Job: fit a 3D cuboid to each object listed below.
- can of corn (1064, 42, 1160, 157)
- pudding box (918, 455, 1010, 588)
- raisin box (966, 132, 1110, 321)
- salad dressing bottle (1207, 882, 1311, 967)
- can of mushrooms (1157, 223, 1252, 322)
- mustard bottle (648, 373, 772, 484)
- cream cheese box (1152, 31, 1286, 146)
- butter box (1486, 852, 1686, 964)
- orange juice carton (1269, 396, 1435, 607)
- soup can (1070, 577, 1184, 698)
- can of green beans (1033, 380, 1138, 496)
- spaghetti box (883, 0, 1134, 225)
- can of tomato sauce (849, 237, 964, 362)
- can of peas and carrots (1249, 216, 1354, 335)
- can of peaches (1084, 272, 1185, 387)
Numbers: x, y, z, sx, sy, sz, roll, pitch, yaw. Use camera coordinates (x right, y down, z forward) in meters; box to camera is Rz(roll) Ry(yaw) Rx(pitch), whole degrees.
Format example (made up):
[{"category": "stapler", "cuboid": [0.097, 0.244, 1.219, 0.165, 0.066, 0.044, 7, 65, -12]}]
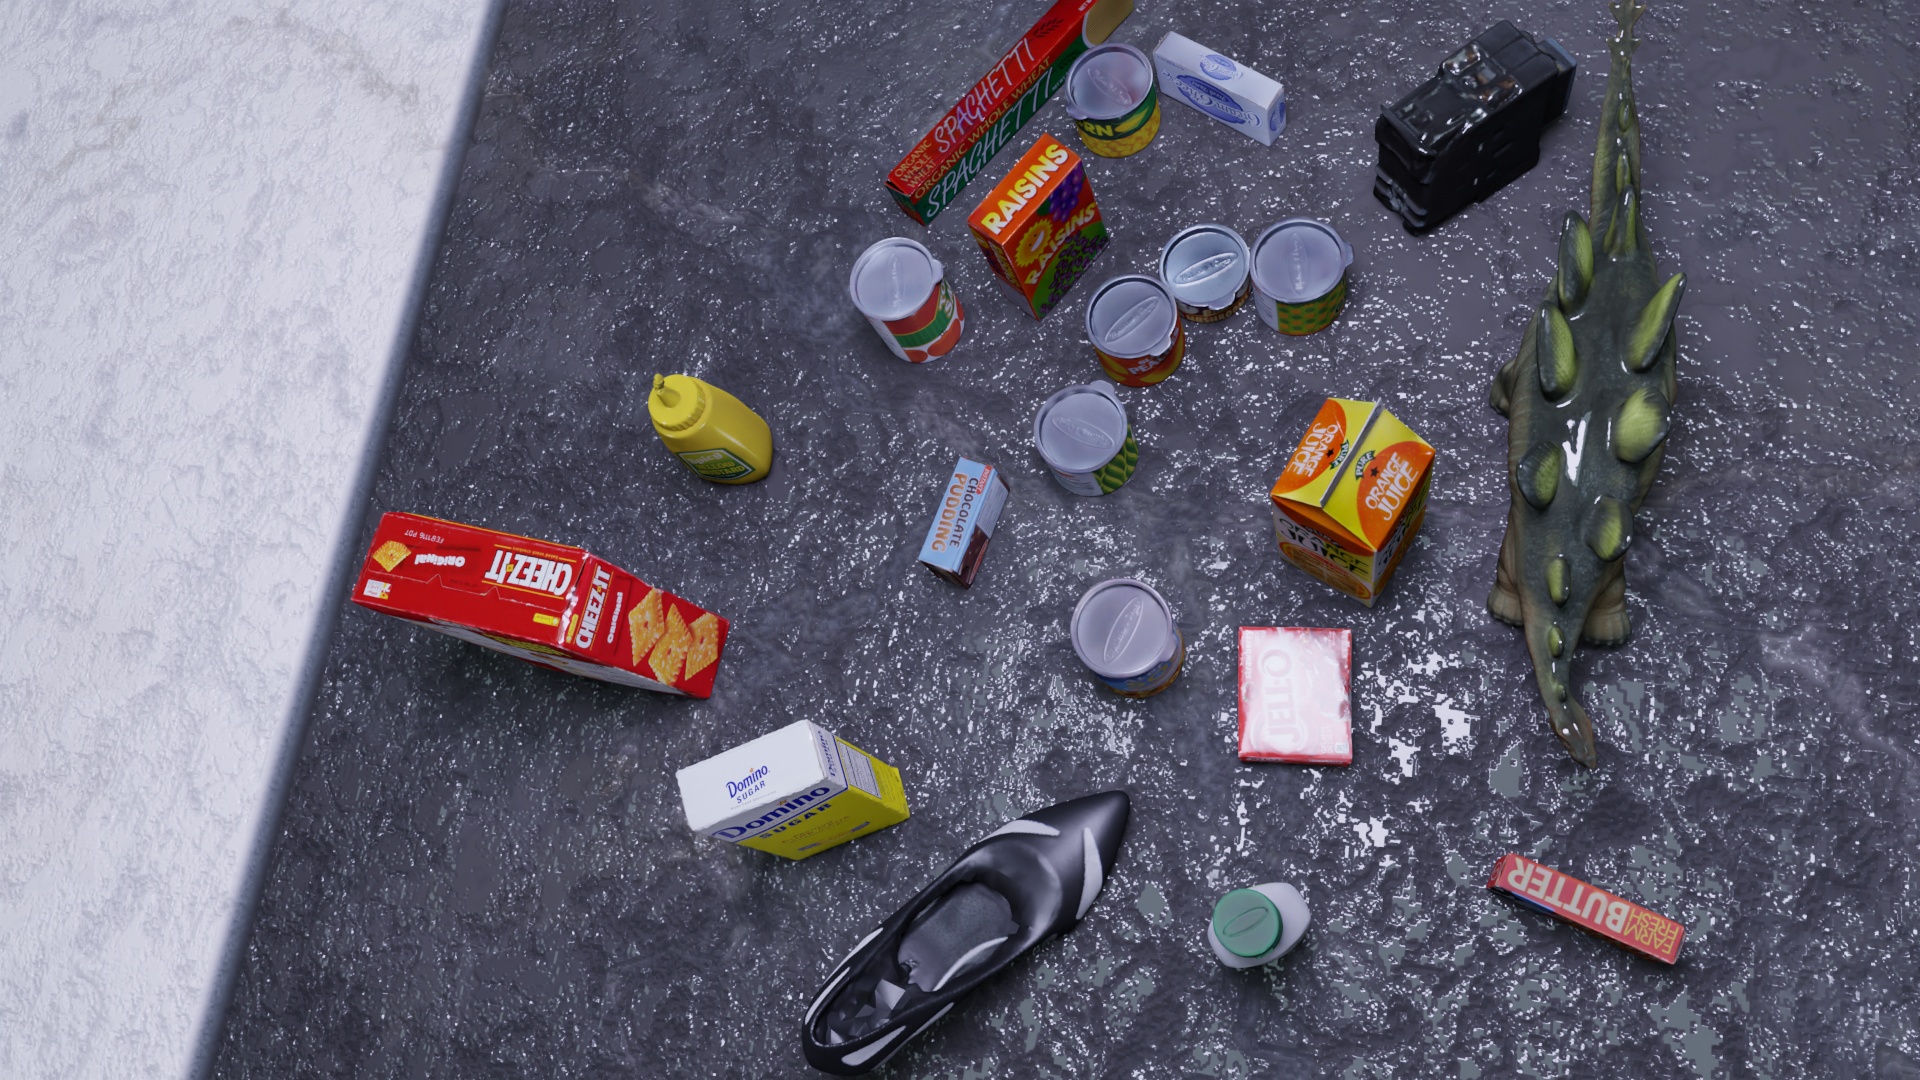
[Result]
[{"category": "can of corn", "cuboid": [0.116, -0.334, 1.064, 0.071, 0.058, 0.071, -4, 73, 14]}, {"category": "pudding box", "cuboid": [0.004, -0.013, 1.002, 0.030, 0.049, 0.084, 18, 79, 20]}, {"category": "raisin box", "cuboid": [0.059, -0.226, 1.012, 0.040, 0.123, 0.086, 41, 88, 22]}, {"category": "salad dressing bottle", "cuboid": [0.176, 0.229, 0.828, 0.064, 0.147, 0.044, -31, 68, 5]}, {"category": "can of mushrooms", "cuboid": [0.180, -0.193, 1.017, 0.071, 0.033, 0.071, -4, 73, 14]}, {"category": "mustard bottle", "cuboid": [-0.190, -0.085, 1.018, 0.065, 0.160, 0.049, -6, 73, 14]}, {"category": "cream cheese box", "cuboid": [0.196, -0.340, 1.047, 0.104, 0.053, 0.024, 35, 86, 22]}, {"category": "butter box", "cuboid": [0.371, 0.219, 0.829, 0.103, 0.053, 0.024, 22, 81, 20]}, {"category": "orange juice carton", "cuboid": [0.243, -0.025, 0.863, 0.073, 0.192, 0.072, 31, 84, 21]}, {"category": "soup can", "cuboid": [0.116, 0.068, 0.928, 0.071, 0.083, 0.071, -4, 73, 14]}, {"category": "can of green beans", "cuboid": [0.091, -0.070, 0.991, 0.071, 0.057, 0.071, -4, 73, 14]}, {"category": "spaghetti box", "cuboid": [0.040, -0.353, 1.095, 0.250, 0.050, 0.029, -46, 68, -2]}, {"category": "can of tomato sauce", "cuboid": [-0.037, -0.180, 1.046, 0.071, 0.083, 0.071, -4, 73, 14]}, {"category": "can of peas and carrots", "cuboid": [0.242, -0.187, 0.984, 0.071, 0.058, 0.071, -4, 73, 14]}, {"category": "can of peaches", "cuboid": [0.128, -0.149, 1.005, 0.071, 0.058, 0.071, -4, 73, 14]}]
